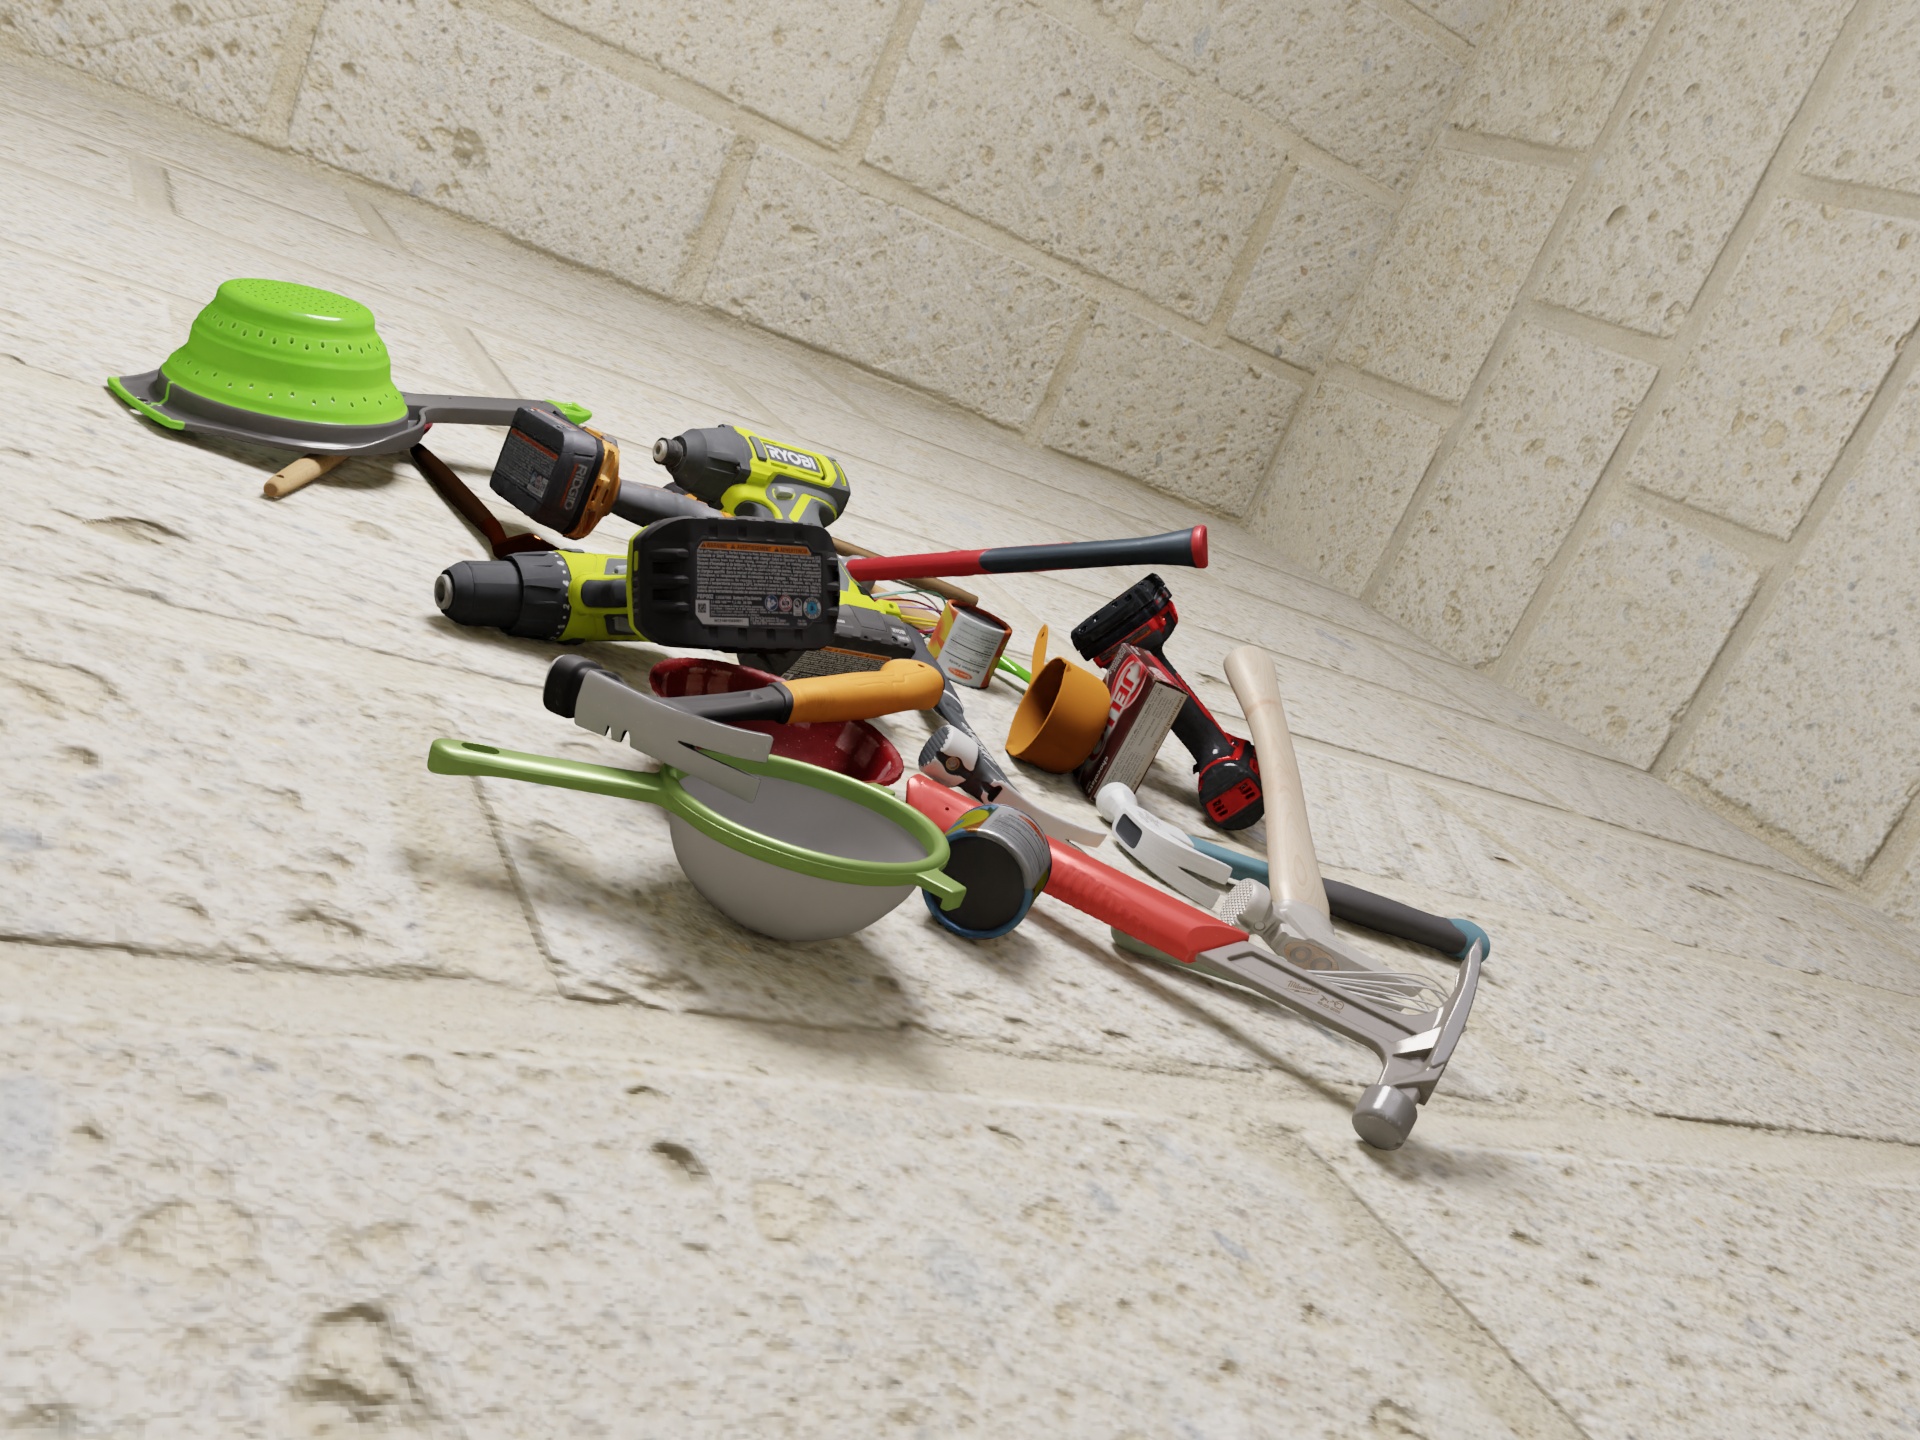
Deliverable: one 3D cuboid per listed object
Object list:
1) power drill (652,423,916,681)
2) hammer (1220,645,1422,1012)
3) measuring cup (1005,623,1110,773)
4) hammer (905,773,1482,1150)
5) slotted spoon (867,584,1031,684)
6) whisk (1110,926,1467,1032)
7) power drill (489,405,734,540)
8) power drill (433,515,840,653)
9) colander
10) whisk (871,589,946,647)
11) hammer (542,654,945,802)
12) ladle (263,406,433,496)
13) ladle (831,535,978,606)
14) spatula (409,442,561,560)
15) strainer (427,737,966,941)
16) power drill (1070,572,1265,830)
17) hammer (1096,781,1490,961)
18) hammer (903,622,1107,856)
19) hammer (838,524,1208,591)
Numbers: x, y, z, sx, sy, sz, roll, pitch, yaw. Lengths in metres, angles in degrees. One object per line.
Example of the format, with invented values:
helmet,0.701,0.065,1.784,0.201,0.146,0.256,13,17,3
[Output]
power drill,-0.135,-0.125,1.201,0.171,0.080,0.223,8,47,-46
hammer,0.253,0.059,1.214,0.146,0.038,0.411,30,28,-13
measuring cup,0.084,-0.023,1.297,0.052,0.095,0.174,28,30,-13
hammer,0.125,0.114,0.957,0.359,0.036,0.149,25,49,19
slotted spoon,0.015,-0.068,1.502,0.314,0.031,0.070,30,16,25
whisk,0.208,0.164,1.005,0.246,0.058,0.059,19,-18,-10
power drill,-0.265,-0.183,1.305,0.226,0.084,0.185,16,11,-41
power drill,-0.203,-0.081,1.002,0.190,0.080,0.228,-1,2,-41
colander,-0.457,-0.287,1.273,0.205,0.094,0.397,30,25,33
whisk,-0.100,-0.101,1.409,0.244,0.051,0.047,6,29,-41
hammer,-0.085,-0.009,0.914,0.127,0.034,0.337,22,13,21
ladle,-0.478,-0.212,1.234,0.069,0.031,0.316,12,19,-7
ladle,-0.113,-0.188,1.652,0.320,0.062,0.078,20,18,-25
spatula,-0.363,-0.164,1.222,0.081,0.041,0.323,33,4,-44
strainer,-0.133,0.062,0.780,0.256,0.069,0.152,12,14,-21
power drill,0.194,-0.014,1.371,0.219,0.078,0.143,55,18,-1
hammer,0.265,0.128,1.216,0.330,0.033,0.128,19,16,-20
hammer,-0.002,-0.004,1.216,0.149,0.036,0.409,35,8,-21
hammer,0.027,-0.142,1.406,0.386,0.038,0.143,-1,1,27
